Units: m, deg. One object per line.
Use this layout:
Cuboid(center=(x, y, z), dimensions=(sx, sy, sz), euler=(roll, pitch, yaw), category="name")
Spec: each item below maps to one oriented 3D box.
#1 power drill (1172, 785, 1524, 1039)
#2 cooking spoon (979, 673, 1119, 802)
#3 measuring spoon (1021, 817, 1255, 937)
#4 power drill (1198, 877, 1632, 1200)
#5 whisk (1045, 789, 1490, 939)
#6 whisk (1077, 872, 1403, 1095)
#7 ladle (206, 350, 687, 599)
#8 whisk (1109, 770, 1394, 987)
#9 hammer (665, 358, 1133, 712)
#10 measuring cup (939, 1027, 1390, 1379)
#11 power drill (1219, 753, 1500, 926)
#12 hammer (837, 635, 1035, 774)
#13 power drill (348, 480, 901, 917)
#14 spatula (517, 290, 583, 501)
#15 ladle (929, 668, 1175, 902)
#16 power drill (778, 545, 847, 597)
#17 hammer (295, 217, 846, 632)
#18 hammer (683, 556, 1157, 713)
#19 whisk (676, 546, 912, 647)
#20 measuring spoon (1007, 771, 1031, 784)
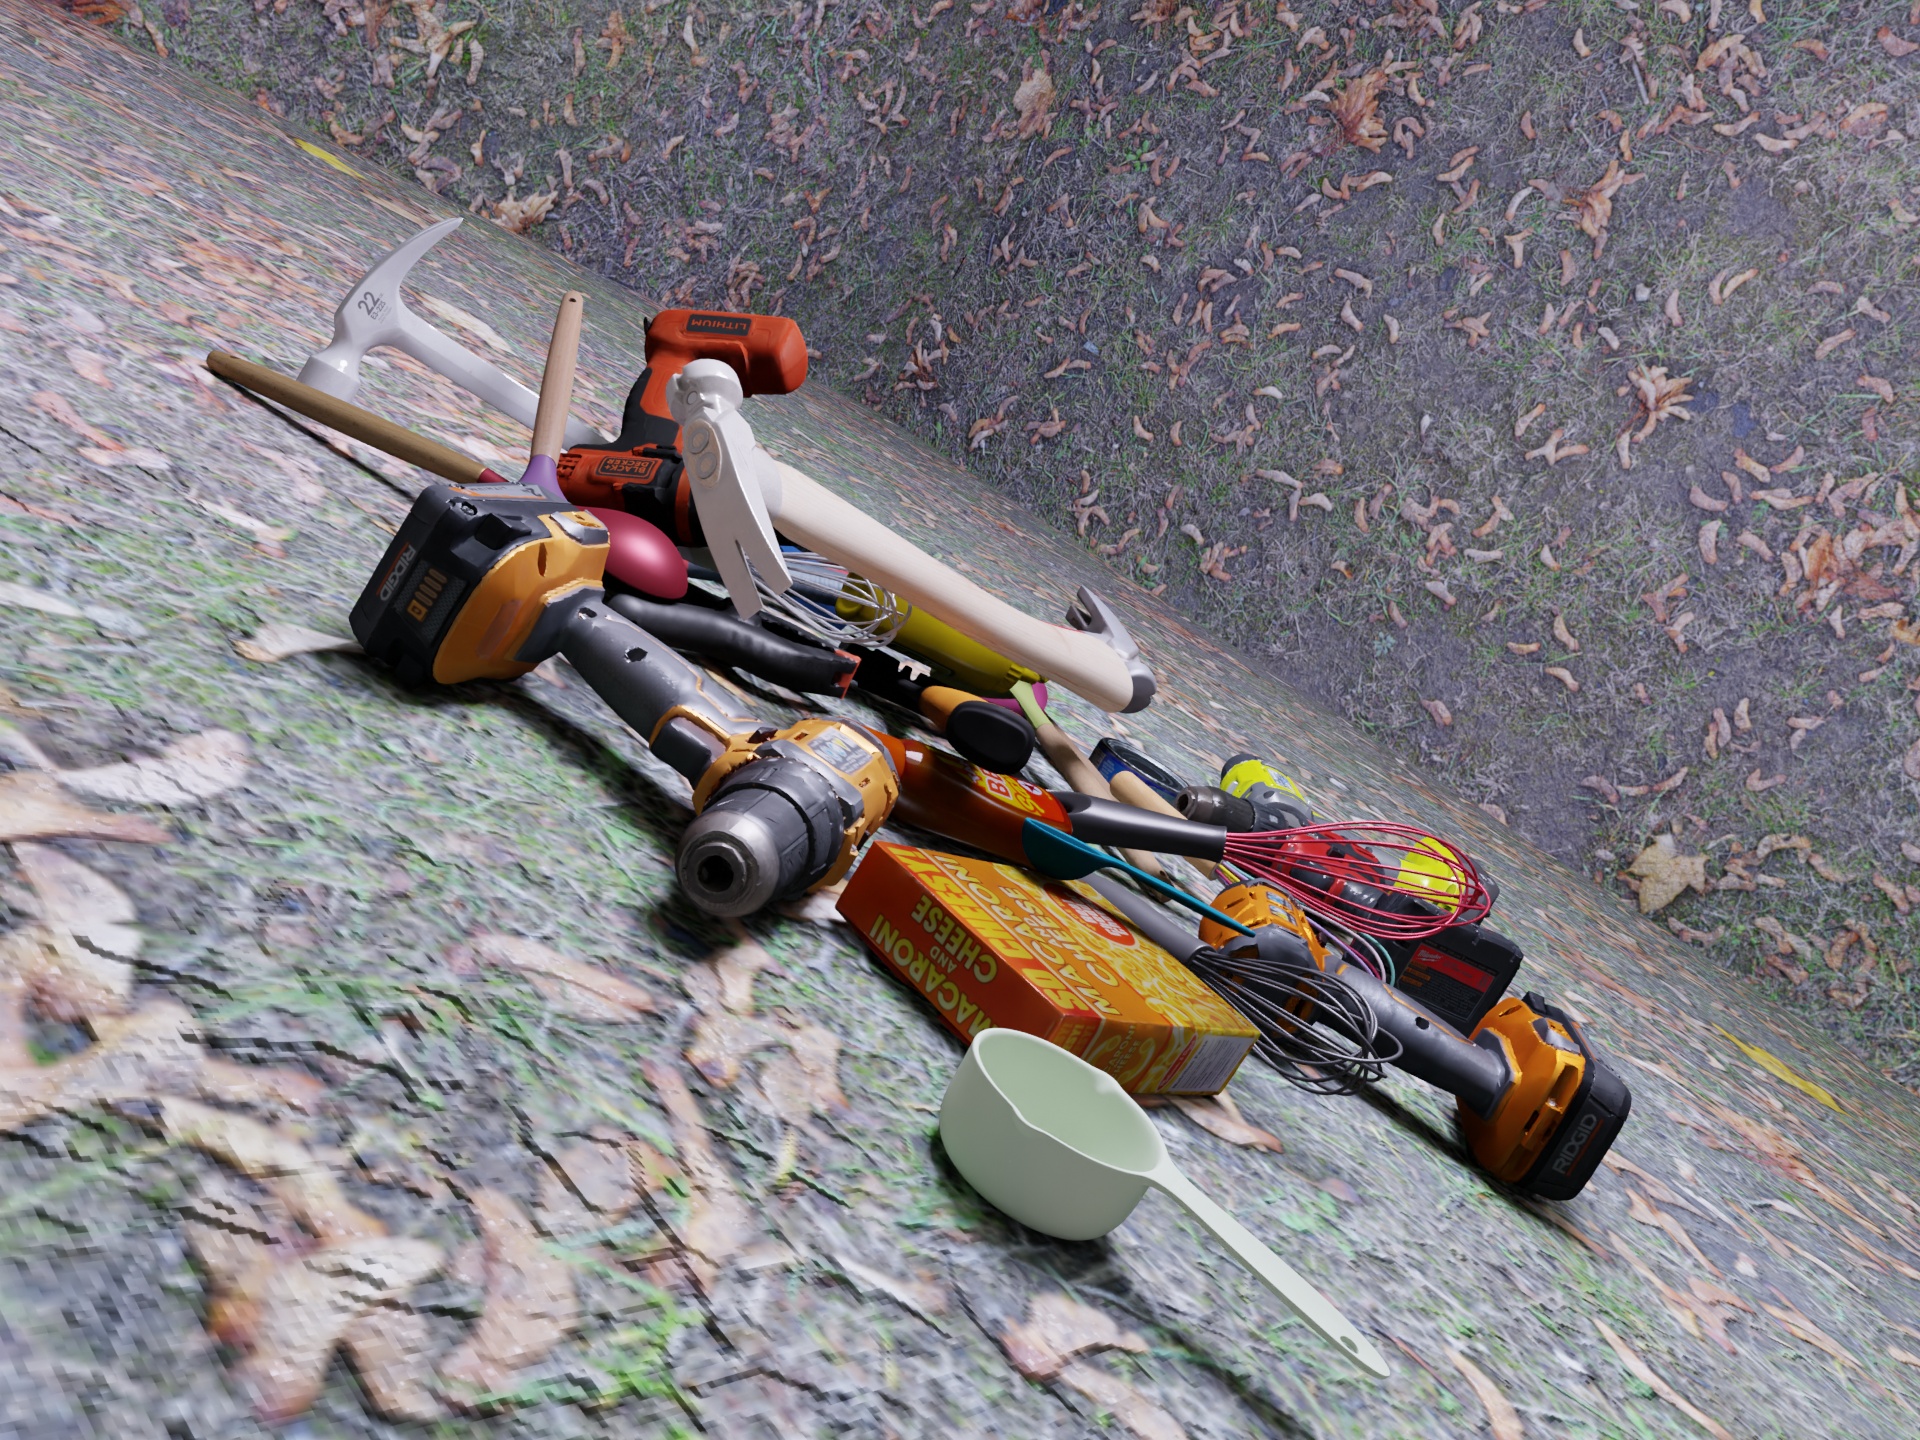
Cuboid(center=(0.263, 0.123, 1.125), dimensions=(0.187, 0.080, 0.227), euler=(25, 10, -26), category="power drill")
Cuboid(center=(0.072, 0.013, 1.207), dimensions=(0.068, 0.017, 0.319), euler=(-5, 29, -20), category="cooking spoon")
Cuboid(center=(0.083, 0.083, 0.759), dimensions=(0.128, 0.021, 0.042), euler=(27, 2, -12), category="measuring spoon")
Cuboid(center=(0.237, 0.161, 0.886), dimensions=(0.226, 0.084, 0.164), euler=(27, 12, 1), category="power drill")
Cuboid(center=(0.181, 0.081, 0.981), dimensions=(0.296, 0.073, 0.073), euler=(11, 11, 2), category="whisk")
Cuboid(center=(0.121, 0.120, 0.791), dimensions=(0.055, 0.055, 0.239), euler=(22, 3, -38), category="whisk")
Cuboid(center=(-0.295, -0.147, 0.909), dimensions=(0.315, 0.031, 0.069), euler=(24, 20, 7), category="ladle")
Cuboid(center=(0.184, 0.107, 1.031), dimensions=(0.047, 0.051, 0.245), euler=(5, 30, -50), category="whisk")
Cuboid(center=(-0.006, -0.065, 0.924), dimensions=(0.410, 0.038, 0.146), euler=(25, 38, -51), category="hammer")
Cuboid(center=(0.062, 0.168, 0.524), dimensions=(0.168, 0.038, 0.083), euler=(37, 13, 20), category="measuring cup")
Cuboid(center=(0.323, 0.104, 1.350), dimensions=(0.228, 0.080, 0.191), euler=(27, 12, -4), category="power drill")
Cuboid(center=(-0.001, -0.003, 0.926), dimensions=(0.127, 0.034, 0.337), euler=(26, 1, -11), category="hammer")
Cuboid(center=(-0.137, -0.005, 0.660), dimensions=(0.226, 0.084, 0.185), euler=(36, 13, 2), category="power drill")
Cuboid(center=(-0.233, -0.160, 0.908), dimensions=(0.059, 0.018, 0.316), euler=(10, 42, -16), category="spatula")
Cuboid(center=(0.063, 0.032, 1.116), dimensions=(0.078, 0.062, 0.321), euler=(20, 23, -35), category="ladle")
Cuboid(center=(-0.094, -0.129, 1.294), dimensions=(0.219, 0.078, 0.143), euler=(22, 14, -47), category="power drill")
Cuboid(center=(-0.226, -0.177, 1.080), dimensions=(0.405, 0.144, 0.035), euler=(31, -2, -33), category="hammer")
Cuboid(center=(-0.046, -0.091, 1.139), dimensions=(0.386, 0.038, 0.143), euler=(12, 28, -26), category="hammer")
Cuboid(center=(-0.135, -0.097, 0.977), dimensions=(0.246, 0.059, 0.057), euler=(22, -37, 27), category="whisk")
Cuboid(center=(0.051, 0.043, 1.061), dimensions=(0.034, 0.018, 0.124), euler=(25, 12, -37), category="measuring spoon")
